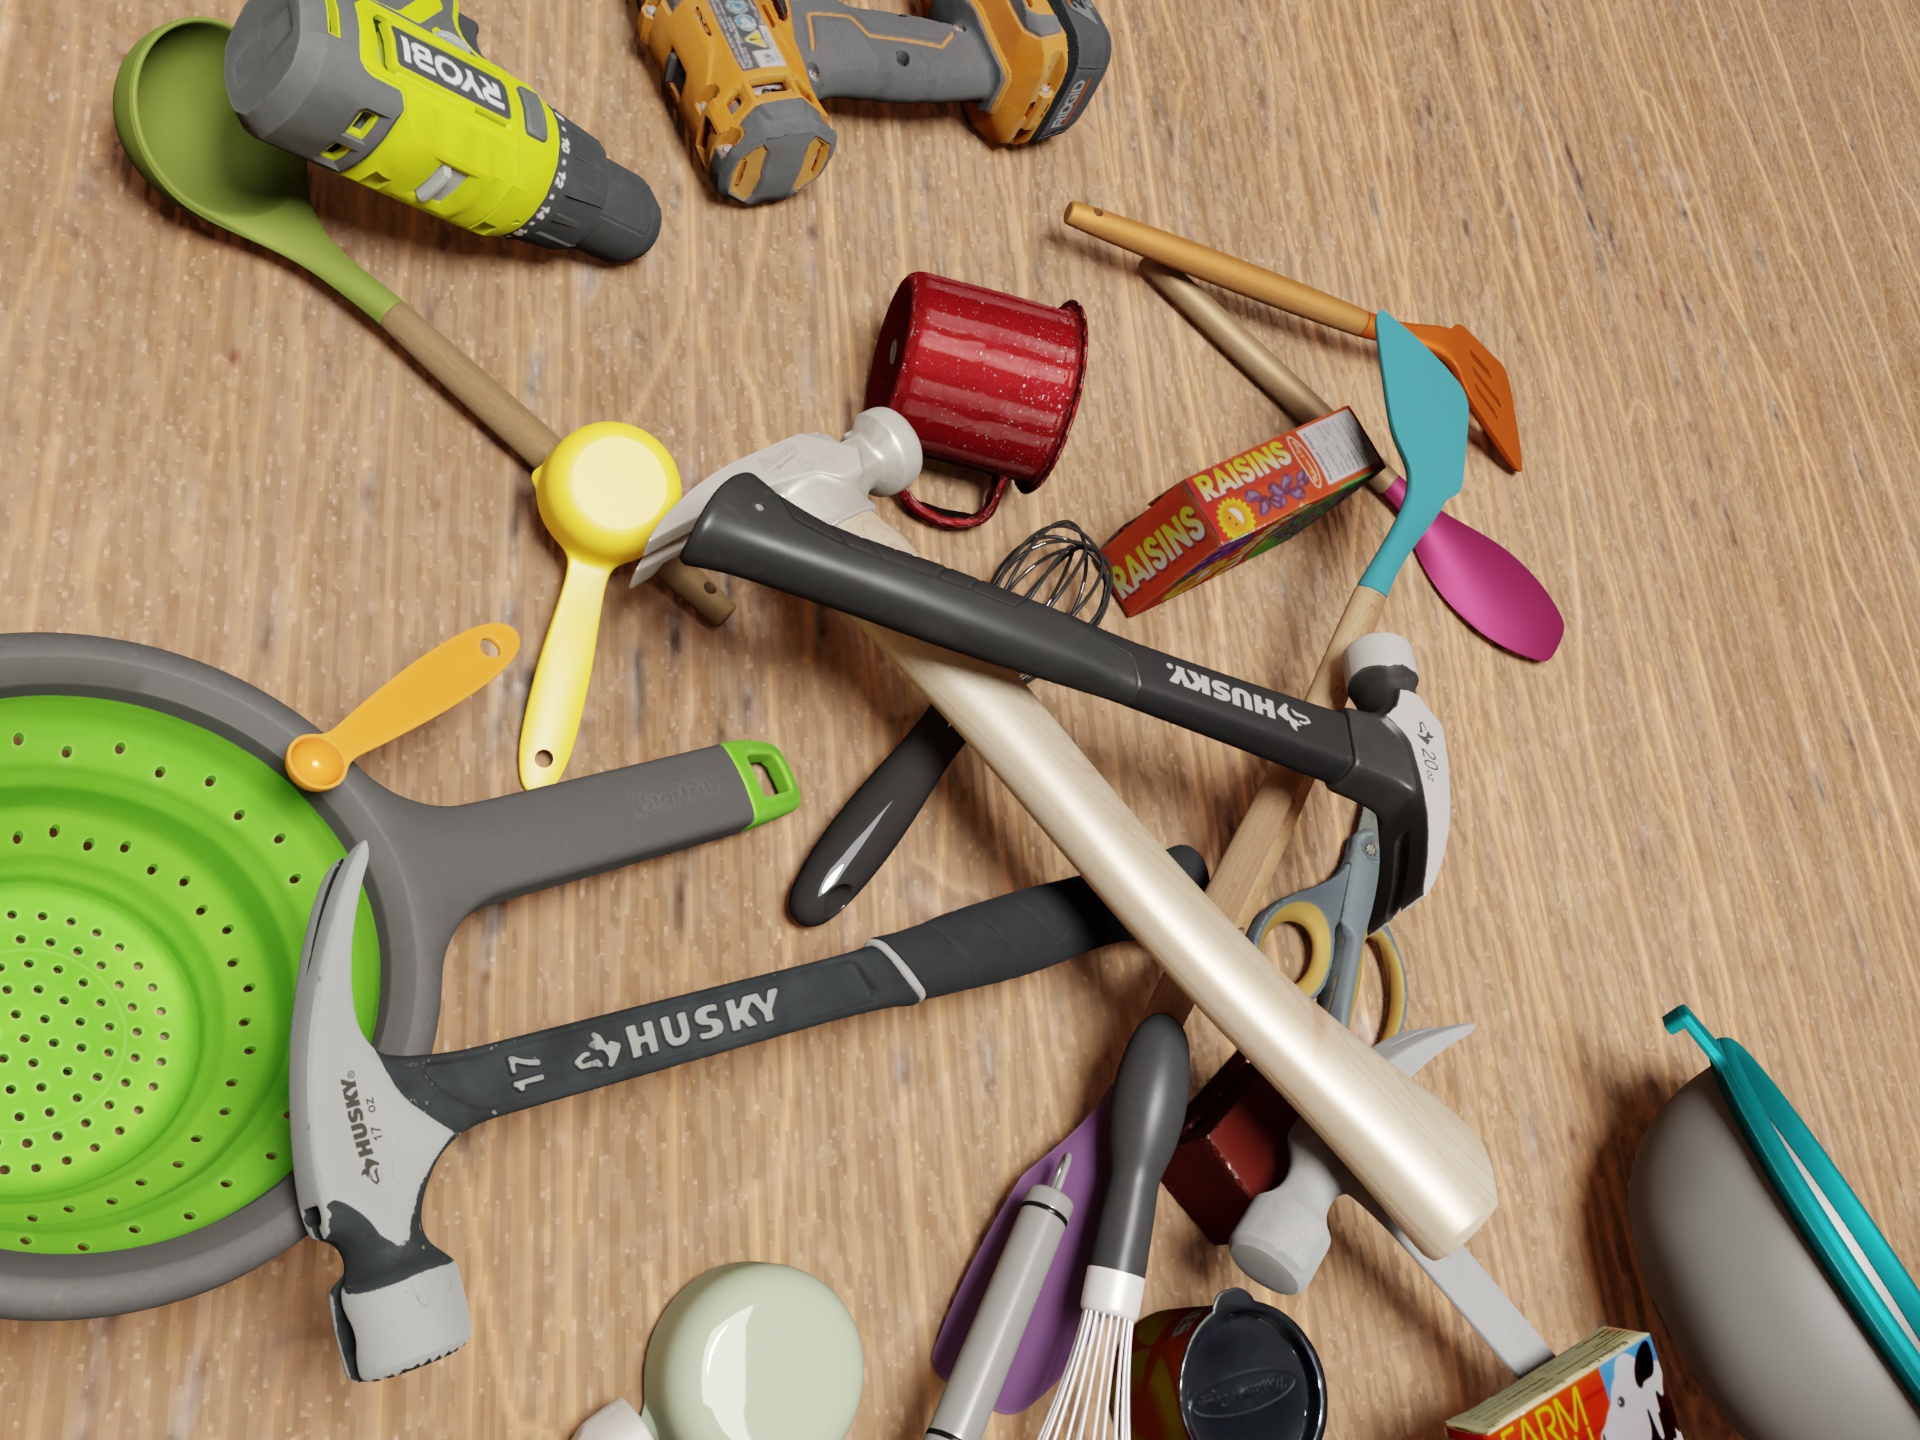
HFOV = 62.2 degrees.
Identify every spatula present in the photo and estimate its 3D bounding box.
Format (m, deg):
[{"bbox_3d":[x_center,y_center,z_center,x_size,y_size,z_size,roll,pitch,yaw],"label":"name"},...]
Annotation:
[{"bbox_3d":[0.177,-0.037,0.751,0.082,0.044,0.317,28,83,-37],"label":"spatula"},{"bbox_3d":[0.083,0.134,0.666,0.059,0.018,0.316,34,70,-11],"label":"spatula"},{"bbox_3d":[0.198,-0.223,0.888,0.322,0.041,0.081,14,59,-20],"label":"spatula"}]

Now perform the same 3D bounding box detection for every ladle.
[{"bbox_3d":[-0.211,-0.157,0.657,0.320,0.062,0.078,43,49,-7],"label":"ladle"}]

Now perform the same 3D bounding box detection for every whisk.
[{"bbox_3d":[-0.002,-0.002,0.700,0.055,0.055,0.239,40,62,-5],"label":"whisk"},{"bbox_3d":[0.049,0.246,0.592,0.070,0.070,0.285,21,66,-16],"label":"whisk"}]

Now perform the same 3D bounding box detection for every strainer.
[{"bbox_3d":[-0.010,0.262,0.550,0.050,0.086,0.259,23,53,8],"label":"strainer"},{"bbox_3d":[0.374,0.300,0.666,0.210,0.095,0.341,39,27,-36],"label":"strainer"}]

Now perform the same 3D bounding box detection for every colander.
[{"bbox_3d":[-0.221,0.070,0.546,0.397,0.094,0.204,-14,74,-49],"label":"colander"}]

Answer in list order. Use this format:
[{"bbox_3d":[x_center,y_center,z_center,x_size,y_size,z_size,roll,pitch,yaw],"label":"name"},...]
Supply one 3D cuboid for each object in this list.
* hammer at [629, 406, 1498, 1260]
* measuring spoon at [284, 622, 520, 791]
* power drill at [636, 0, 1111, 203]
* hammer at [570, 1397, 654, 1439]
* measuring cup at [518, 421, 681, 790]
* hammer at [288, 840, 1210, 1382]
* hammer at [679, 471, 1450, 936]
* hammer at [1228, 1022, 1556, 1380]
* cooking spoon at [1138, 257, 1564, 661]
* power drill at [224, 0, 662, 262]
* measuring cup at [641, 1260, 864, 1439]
[{"bbox_3d":[0.046,0.046,0.625,0.411,0.038,0.146,48,51,11],"label":"hammer"},{"bbox_3d":[-0.190,-0.006,0.549,0.021,0.011,0.117,50,34,-7],"label":"measuring spoon"},{"bbox_3d":[-0.058,-0.366,0.809,0.226,0.084,0.185,-20,77,-27],"label":"power drill"},{"bbox_3d":[-0.083,0.397,0.493,0.130,0.031,0.331,-26,82,-32],"label":"hammer"},{"bbox_3d":[-0.150,-0.047,0.636,0.062,0.029,0.157,16,75,-22],"label":"measuring cup"},{"bbox_3d":[-0.042,0.092,0.587,0.408,0.036,0.149,-8,76,-44],"label":"hammer"},{"bbox_3d":[0.052,-0.019,0.624,0.334,0.035,0.146,19,48,-19],"label":"hammer"},{"bbox_3d":[0.276,0.303,0.671,0.405,0.035,0.144,49,58,-9],"label":"hammer"},{"bbox_3d":[0.219,-0.148,0.882,0.319,0.017,0.069,42,54,-4],"label":"cooking spoon"},{"bbox_3d":[-0.222,-0.311,0.684,0.190,0.080,0.229,10,59,-54],"label":"power drill"},{"bbox_3d":[-0.053,0.272,0.557,0.083,0.038,0.168,-18,78,-31],"label":"measuring cup"}]
